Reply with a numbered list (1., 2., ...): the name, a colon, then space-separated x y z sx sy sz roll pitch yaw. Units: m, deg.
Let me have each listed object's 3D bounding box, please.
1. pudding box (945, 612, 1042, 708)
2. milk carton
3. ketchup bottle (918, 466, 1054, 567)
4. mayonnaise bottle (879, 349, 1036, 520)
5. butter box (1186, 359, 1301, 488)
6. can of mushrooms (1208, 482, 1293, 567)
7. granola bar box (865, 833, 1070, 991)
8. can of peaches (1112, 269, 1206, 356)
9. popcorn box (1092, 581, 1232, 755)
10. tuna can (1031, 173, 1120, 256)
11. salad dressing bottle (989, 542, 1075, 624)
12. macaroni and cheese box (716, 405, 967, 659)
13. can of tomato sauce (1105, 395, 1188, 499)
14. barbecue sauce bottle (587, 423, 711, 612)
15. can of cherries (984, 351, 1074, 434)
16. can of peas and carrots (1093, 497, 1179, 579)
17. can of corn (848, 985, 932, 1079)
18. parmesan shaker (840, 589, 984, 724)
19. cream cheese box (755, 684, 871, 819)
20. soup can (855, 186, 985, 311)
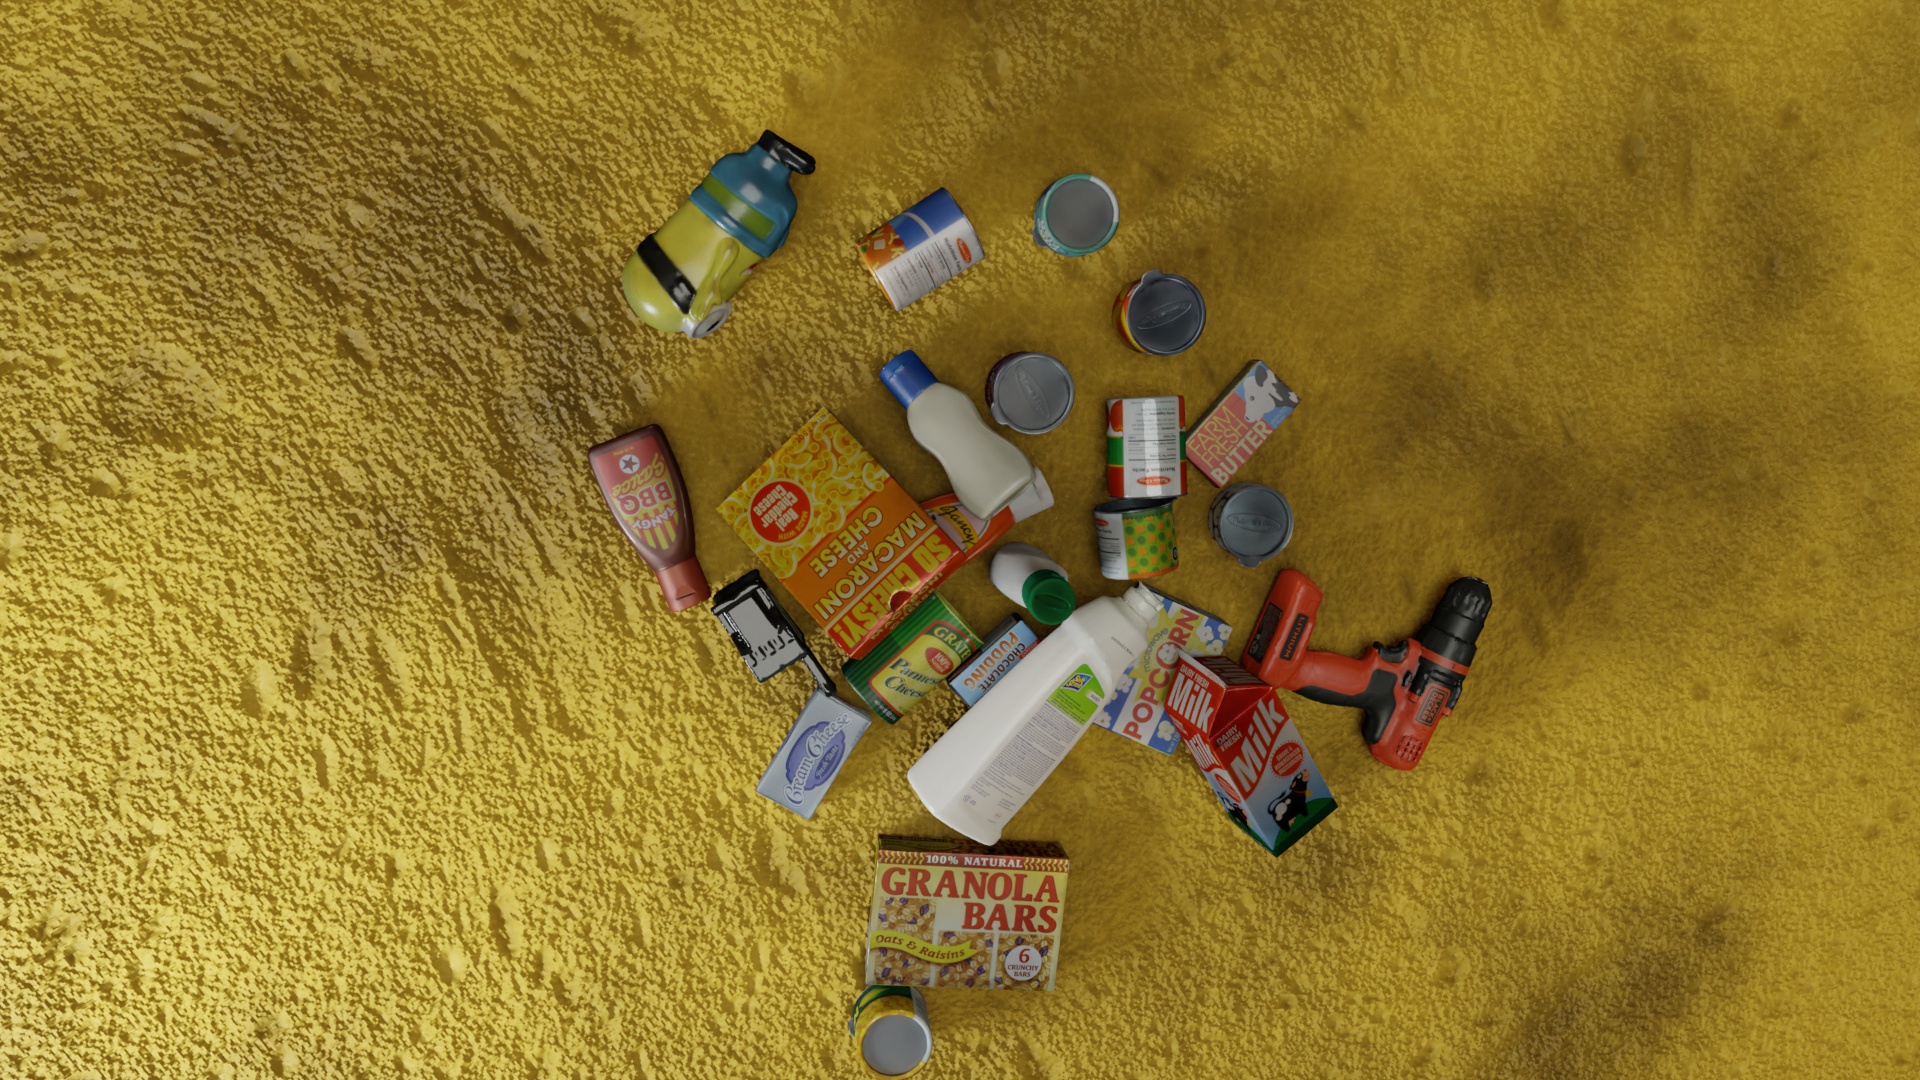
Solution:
1. pudding box: 0.027 0.100 1.173 0.084 0.050 0.030 -41 98 -1
2. milk carton: 0.237 0.169 1.170 0.073 0.072 0.190 -37 116 -9
3. ketchup bottle: 0.004 -0.015 1.158 0.149 0.043 0.064 -26 91 -4
4. mayonnaise bottle: -0.006 -0.089 1.126 0.064 0.041 0.148 -41 81 6
5. butter box: 0.236 -0.099 1.185 0.053 0.024 0.103 42 91 -10
6. can of mushrooms: 0.248 -0.014 1.194 0.071 0.033 0.071 -1 98 -8
7. granola bar box: 0.004 0.323 1.207 0.166 0.039 0.124 5 98 -8
8. can of peaches: 0.162 -0.188 1.147 0.071 0.058 0.071 -1 98 -6
9. popcorn box: 0.167 0.111 1.198 0.085 0.038 0.126 24 94 -10
10. tuna can: 0.094 -0.266 1.140 0.071 0.033 0.071 -1 98 -8
11. salad dressing bottle: 0.061 0.035 1.118 0.064 0.148 0.044 18 96 -9
12. macaroni and cheese box: -0.096 -0.006 1.117 0.124 0.040 0.166 -44 77 1
13. can of tomato sauce: 0.154 -0.078 1.157 0.071 0.071 0.083 -3 96 -7
14. barbecue sauce bottle: -0.246 -0.016 1.125 0.065 0.044 0.148 -21 100 -5
15. can of cherries: 0.053 -0.122 1.142 0.071 0.058 0.071 -1 99 -8
16. can of peas and carrots: 0.150 -0.003 1.167 0.071 0.071 0.058 -9 100 -6
17. can of corn: -0.061 0.425 1.202 0.071 0.058 0.071 -1 98 -7
18. parmesan shaker: -0.038 0.097 1.157 0.103 0.071 0.071 -43 101 0
19. cream cheese box: -0.124 0.179 1.178 0.053 0.024 0.103 31 93 -10
20. soup can: -0.034 -0.234 1.113 0.084 0.071 0.071 -32 101 -1
